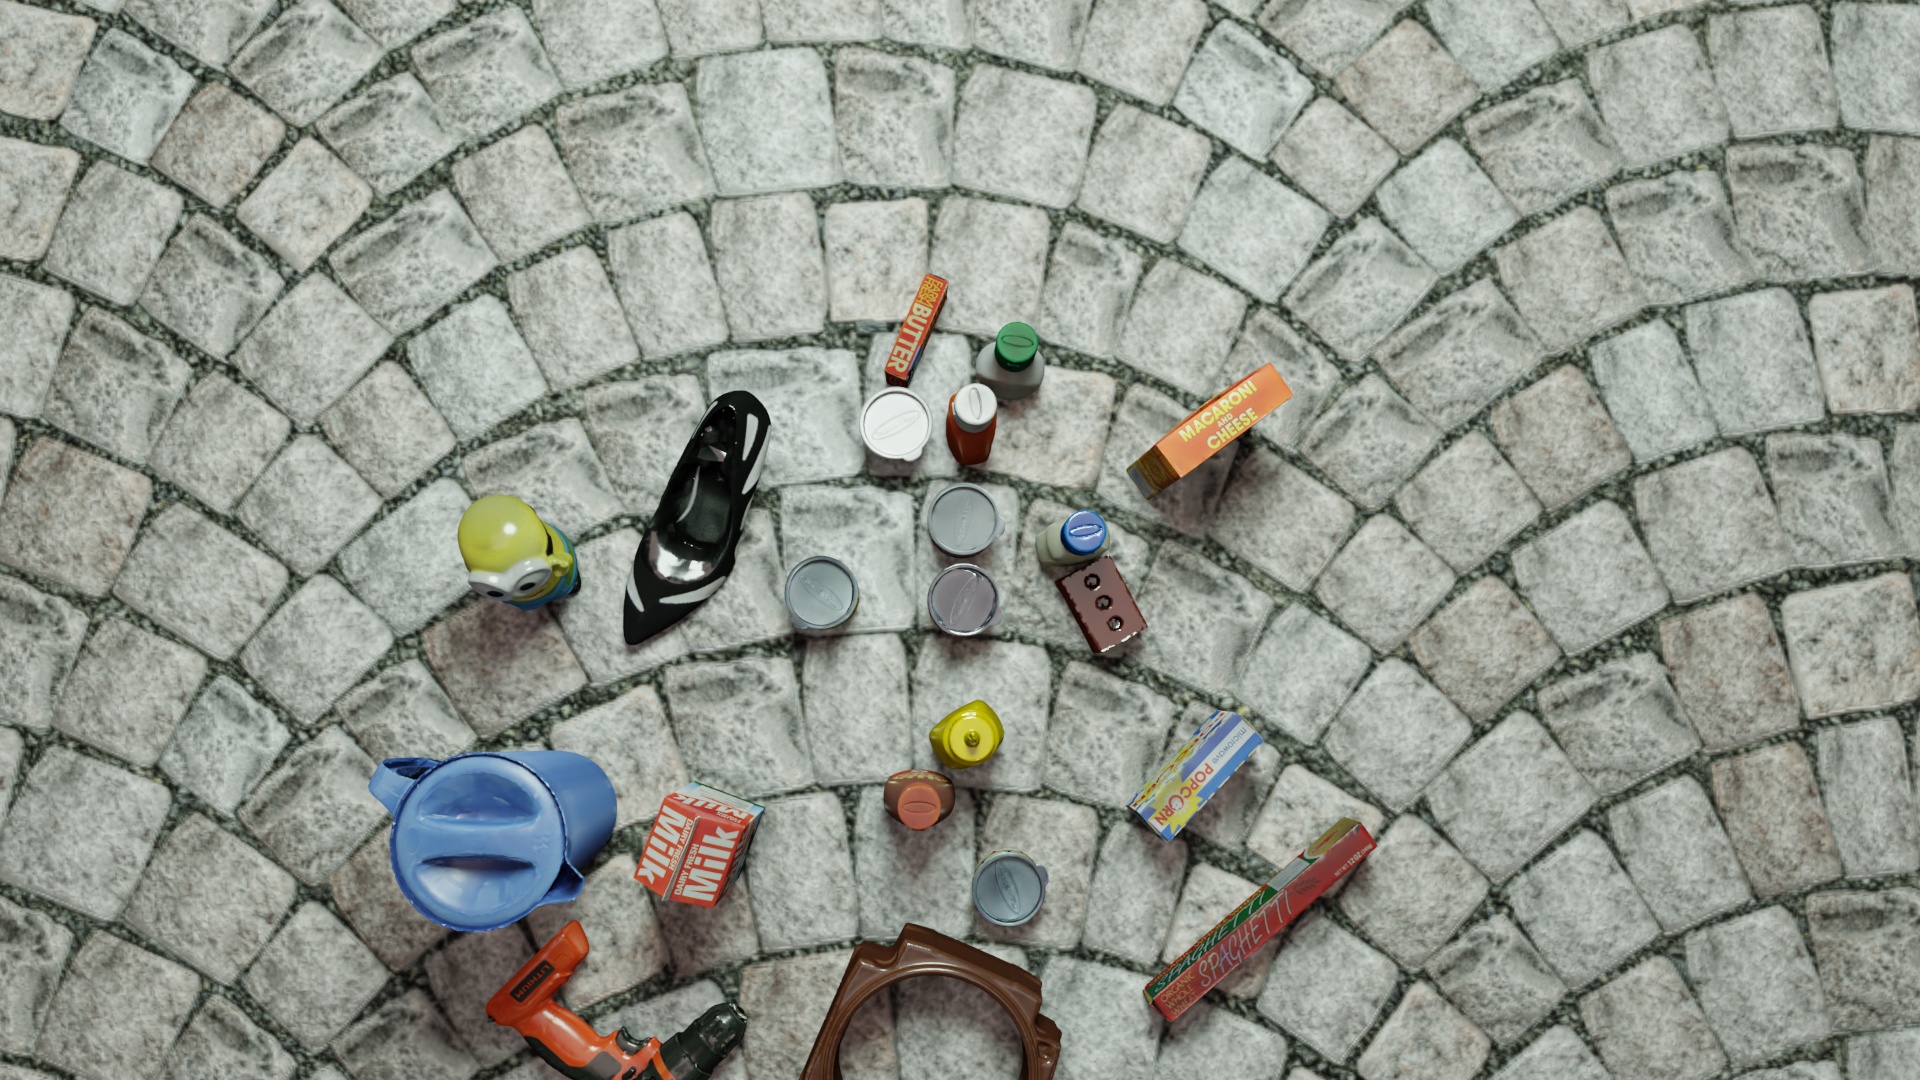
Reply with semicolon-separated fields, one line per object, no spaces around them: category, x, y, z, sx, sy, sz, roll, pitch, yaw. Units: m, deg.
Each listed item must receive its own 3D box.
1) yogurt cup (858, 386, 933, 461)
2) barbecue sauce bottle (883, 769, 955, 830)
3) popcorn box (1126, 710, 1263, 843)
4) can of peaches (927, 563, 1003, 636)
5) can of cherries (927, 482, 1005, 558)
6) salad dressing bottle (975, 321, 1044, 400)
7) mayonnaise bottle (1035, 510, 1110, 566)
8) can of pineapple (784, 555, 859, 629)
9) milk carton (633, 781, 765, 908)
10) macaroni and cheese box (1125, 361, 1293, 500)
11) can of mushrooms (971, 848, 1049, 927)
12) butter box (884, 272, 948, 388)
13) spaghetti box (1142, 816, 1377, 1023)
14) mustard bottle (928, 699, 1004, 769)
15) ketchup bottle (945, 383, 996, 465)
yogurt cup;-0.060;-0.105;1.292;0.072;0.054;0.072;0;84;-2
barbecue sauce bottle;-0.036;0.226;1.211;0.065;0.148;0.043;3;85;-1
popcorn box;0.210;0.210;1.253;0.038;0.085;0.127;44;85;3
can of peaches;0.005;0.057;1.275;0.071;0.058;0.071;0;84;-2
can of cherries;0.005;-0.016;1.283;0.071;0.058;0.071;0;84;-2
salad dressing bottle;0.047;-0.162;1.254;0.064;0.147;0.044;10;85;-1
mayonnaise bottle;0.104;-0.002;1.239;0.065;0.148;0.041;-10;85;-3
can of pineapple;-0.127;0.050;1.272;0.071;0.058;0.071;0;84;-2
milk carton;-0.222;0.258;1.181;0.073;0.190;0.072;21;84;0
macaroni and cheese box;0.218;-0.095;1.244;0.124;0.166;0.040;-36;87;-5
can of mushrooms;0.045;0.314;1.263;0.071;0.033;0.071;0;84;-2
butter box;-0.041;-0.195;1.303;0.024;0.053;0.103;23;84;1
spaghetti box;0.270;0.342;1.259;0.250;0.050;0.028;-39;87;-5
mustard bottle;0.007;0.172;1.212;0.065;0.160;0.049;-34;87;-4
ketchup bottle;0.010;-0.108;1.247;0.043;0.148;0.065;-8;85;-2
